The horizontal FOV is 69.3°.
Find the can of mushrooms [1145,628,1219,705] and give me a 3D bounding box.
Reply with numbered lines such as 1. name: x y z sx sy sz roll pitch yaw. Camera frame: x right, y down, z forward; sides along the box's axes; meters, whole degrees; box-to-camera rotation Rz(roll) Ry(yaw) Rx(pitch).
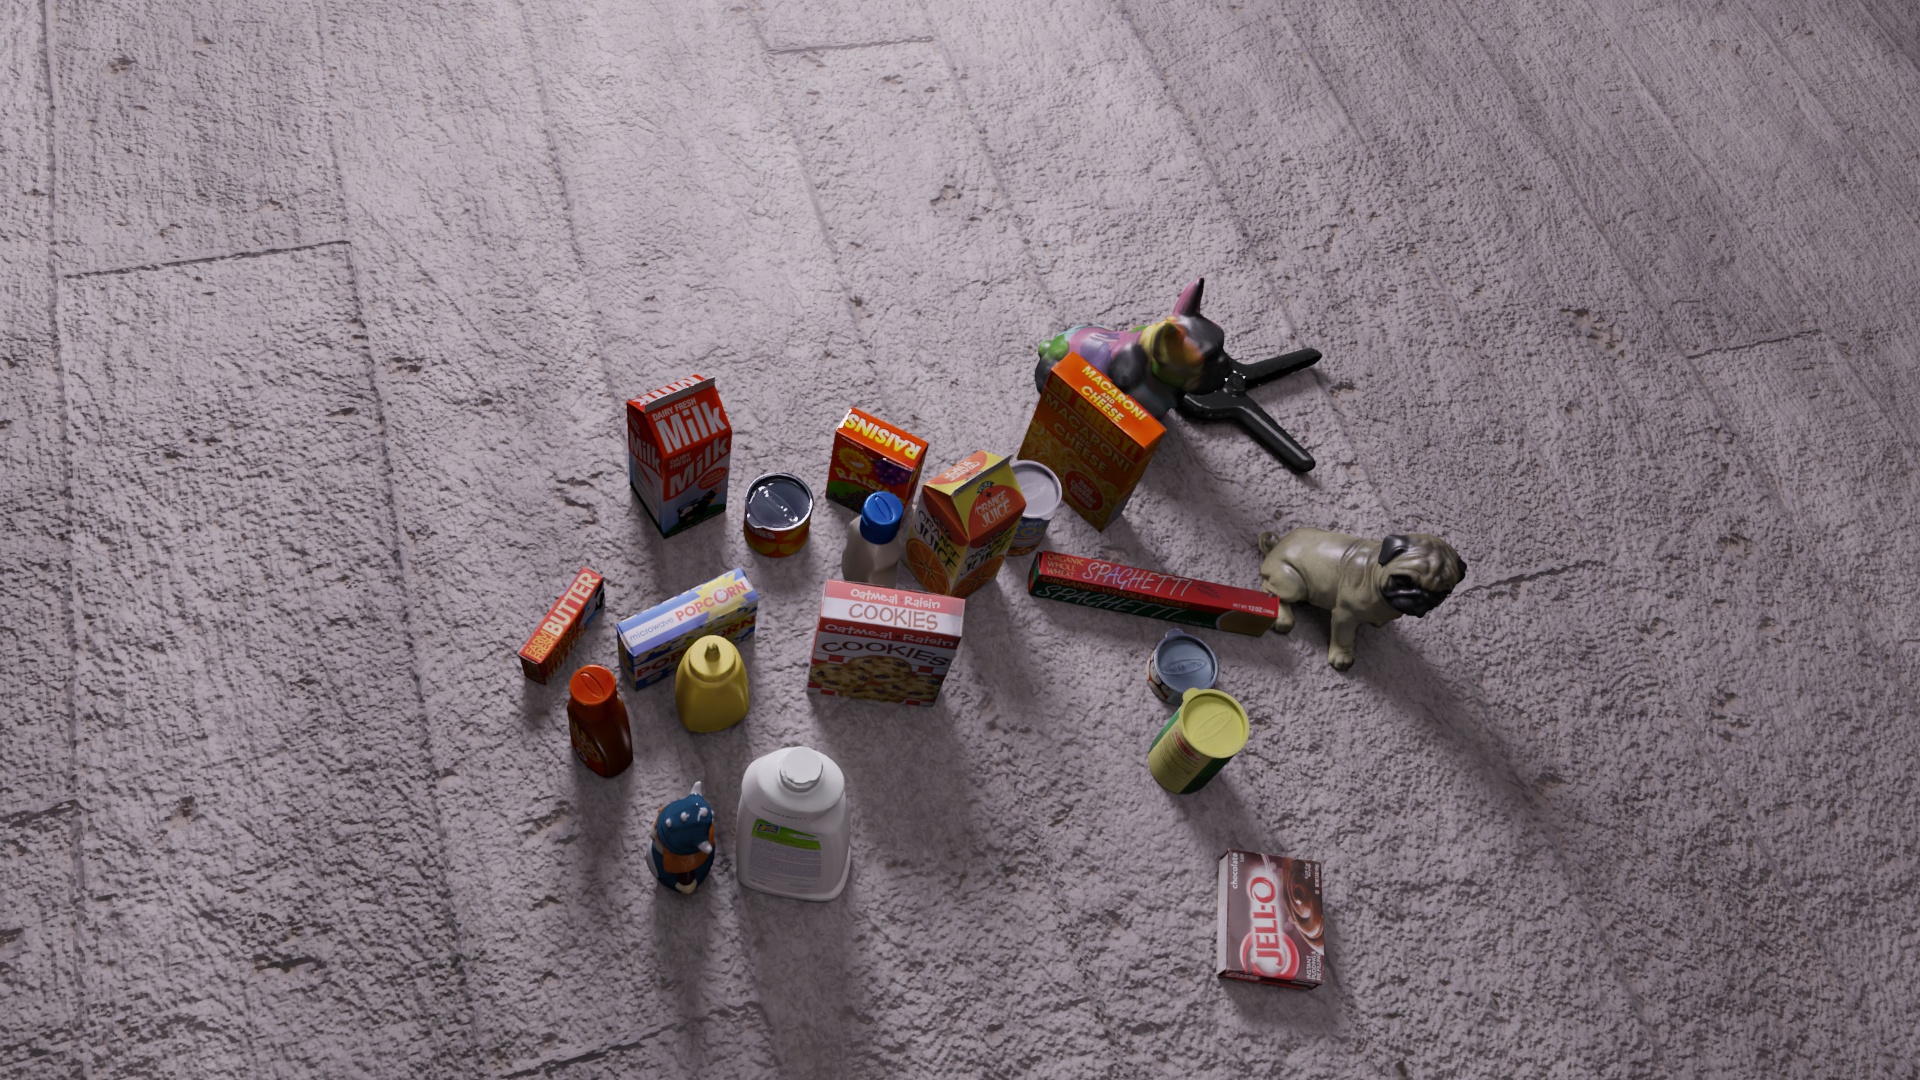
1. can of mushrooms: 0.218 0.125 1.371 0.071 0.033 0.071 5 60 -9

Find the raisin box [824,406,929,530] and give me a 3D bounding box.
1. raisin box: -0.084 -0.069 1.367 0.086 0.122 0.040 27 60 4

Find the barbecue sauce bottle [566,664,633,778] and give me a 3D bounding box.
1. barbecue sauce bottle: -0.309 0.151 1.184 0.044 0.147 0.065 -37 74 -26

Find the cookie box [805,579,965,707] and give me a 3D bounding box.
1. cookie box: -0.071 0.095 1.252 0.123 0.166 0.040 8 60 -7

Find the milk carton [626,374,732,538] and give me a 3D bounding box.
1. milk carton: -0.264 -0.087 1.303 0.072 0.189 0.073 -27 70 -23

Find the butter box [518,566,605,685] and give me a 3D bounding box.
1. butter box: -0.362 0.078 1.269 0.024 0.053 0.104 27 59 4

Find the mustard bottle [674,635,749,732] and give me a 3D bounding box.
1. mustard bottle: -0.216 0.120 1.213 0.065 0.159 0.049 -11 64 -17

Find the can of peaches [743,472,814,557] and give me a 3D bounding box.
1. can of peaches: -0.181 -0.023 1.360 0.071 0.057 0.071 5 60 -9

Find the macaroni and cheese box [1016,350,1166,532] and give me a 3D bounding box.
1. macaroni and cheese box: 0.129 -0.098 1.402 0.124 0.165 0.040 42 62 13

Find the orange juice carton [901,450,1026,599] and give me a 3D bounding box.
1. orange juice carton: 0.005 -0.016 1.316 0.072 0.191 0.073 -32 72 -25

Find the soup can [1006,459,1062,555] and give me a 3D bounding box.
1. soup can: 0.062 -0.029 1.398 0.071 0.083 0.071 5 60 -9

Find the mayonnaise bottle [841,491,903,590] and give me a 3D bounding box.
1. mayonnaise bottle: -0.081 0.006 1.312 0.041 0.147 0.065 -24 69 -22

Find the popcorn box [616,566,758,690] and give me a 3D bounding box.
1. popcorn box: -0.250 0.082 1.271 0.127 0.084 0.038 -26 69 -23

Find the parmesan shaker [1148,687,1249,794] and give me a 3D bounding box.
1. parmesan shaker: 0.219 0.187 1.296 0.071 0.102 0.071 5 60 -9

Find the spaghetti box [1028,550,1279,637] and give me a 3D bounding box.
1. spaghetti box: 0.193 0.054 1.396 0.250 0.050 0.029 11 60 -5
